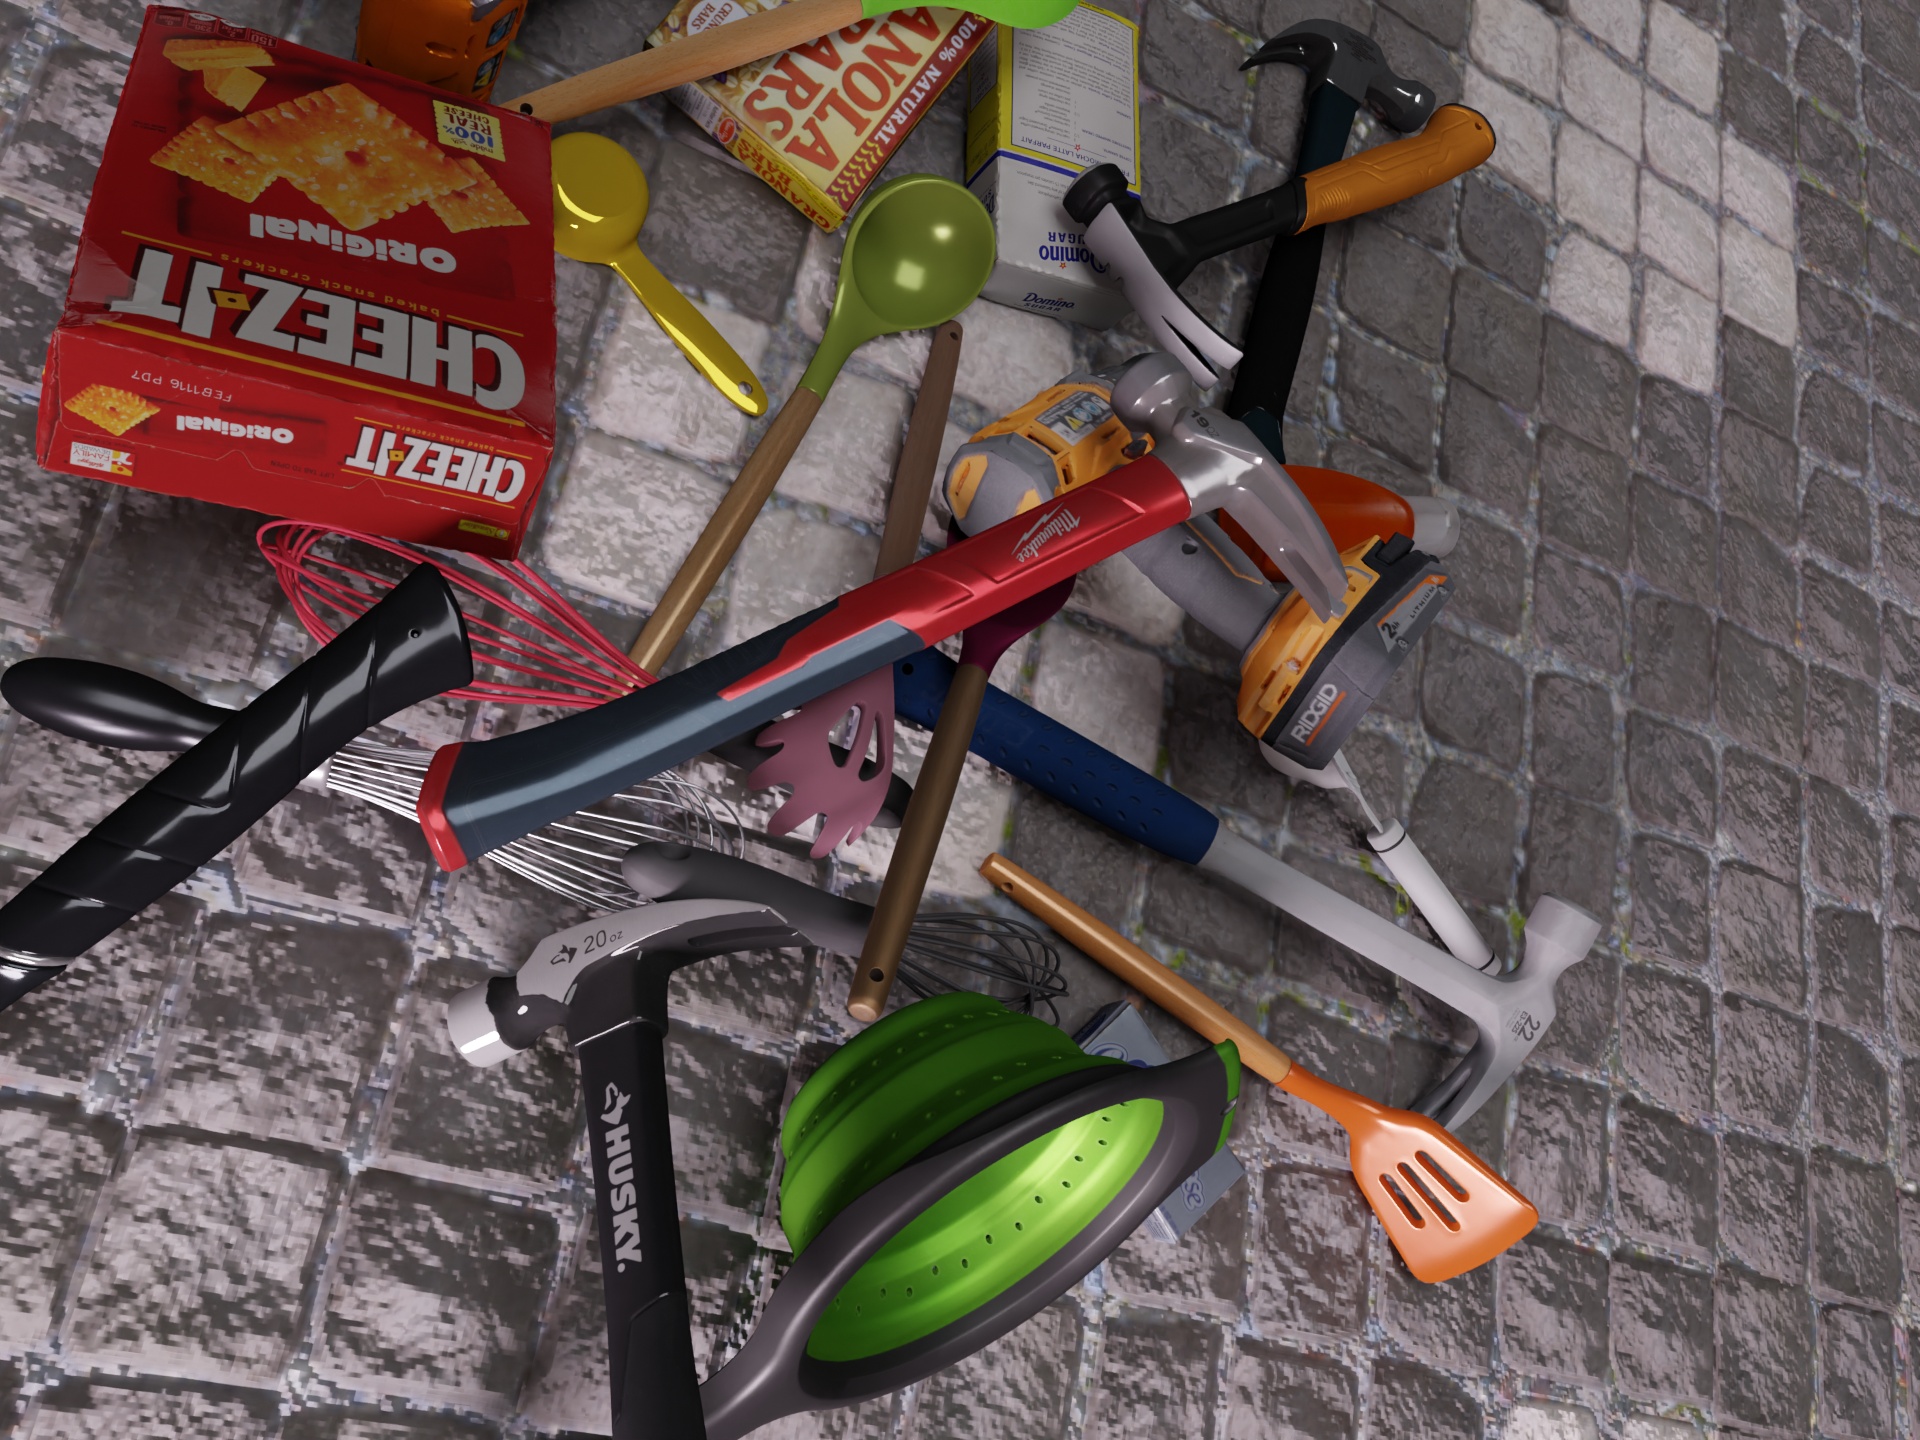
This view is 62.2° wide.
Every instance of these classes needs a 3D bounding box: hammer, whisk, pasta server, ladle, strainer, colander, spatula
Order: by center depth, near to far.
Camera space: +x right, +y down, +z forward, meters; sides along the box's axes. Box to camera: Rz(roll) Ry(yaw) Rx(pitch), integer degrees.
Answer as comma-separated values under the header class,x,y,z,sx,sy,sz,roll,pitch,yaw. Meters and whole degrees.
class,x,y,z,sx,sy,sz,roll,pitch,yaw
hammer,-0.328,0.085,0.521,0.409,0.036,0.149,-43,95,-18
hammer,-0.098,0.210,0.527,0.035,0.146,0.335,50,19,-51
colander,-0.075,0.216,0.627,0.397,0.204,0.095,-29,56,-15
whisk,-0.223,0.024,0.629,0.284,0.070,0.070,16,69,-18
hammer,-0.025,-0.027,0.641,0.386,0.038,0.143,-27,68,-21
whisk,-0.143,-0.016,0.662,0.295,0.073,0.073,25,66,-24
whisk,-0.041,0.092,0.676,0.238,0.055,0.055,24,66,-38
pasta server,-0.033,-0.078,0.734,0.060,0.040,0.316,33,47,-26
ladle,-0.075,-0.133,0.747,0.078,0.062,0.320,49,59,-42
spatula,0.139,0.165,0.781,0.322,0.081,0.041,36,35,-10
hammer,0.128,0.071,0.791,0.405,0.035,0.144,29,90,-13
strainer,0.224,0.057,0.860,0.258,0.050,0.087,51,16,-13
hammer,0.208,-0.290,0.900,0.337,0.034,0.127,-30,82,-35
hammer,0.203,-0.285,0.947,0.128,0.033,0.331,26,66,-20

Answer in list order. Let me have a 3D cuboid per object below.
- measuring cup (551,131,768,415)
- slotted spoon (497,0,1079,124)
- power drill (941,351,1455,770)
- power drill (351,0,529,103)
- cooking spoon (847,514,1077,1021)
class,x,y,z,sx,sy,sz,roll,pitch,yaw
measuring cup,-0.140,-0.209,0.747,0.156,0.029,0.062,48,60,-8
slotted spoon,-0.072,-0.332,0.759,0.314,0.031,0.070,-25,99,-14
power drill,0.126,-0.096,0.789,0.226,0.084,0.185,36,43,12
power drill,-0.168,-0.369,0.701,0.084,0.164,0.226,43,59,-9
cooking spoon,-0.001,-0.002,0.707,0.068,0.017,0.319,25,47,-7
